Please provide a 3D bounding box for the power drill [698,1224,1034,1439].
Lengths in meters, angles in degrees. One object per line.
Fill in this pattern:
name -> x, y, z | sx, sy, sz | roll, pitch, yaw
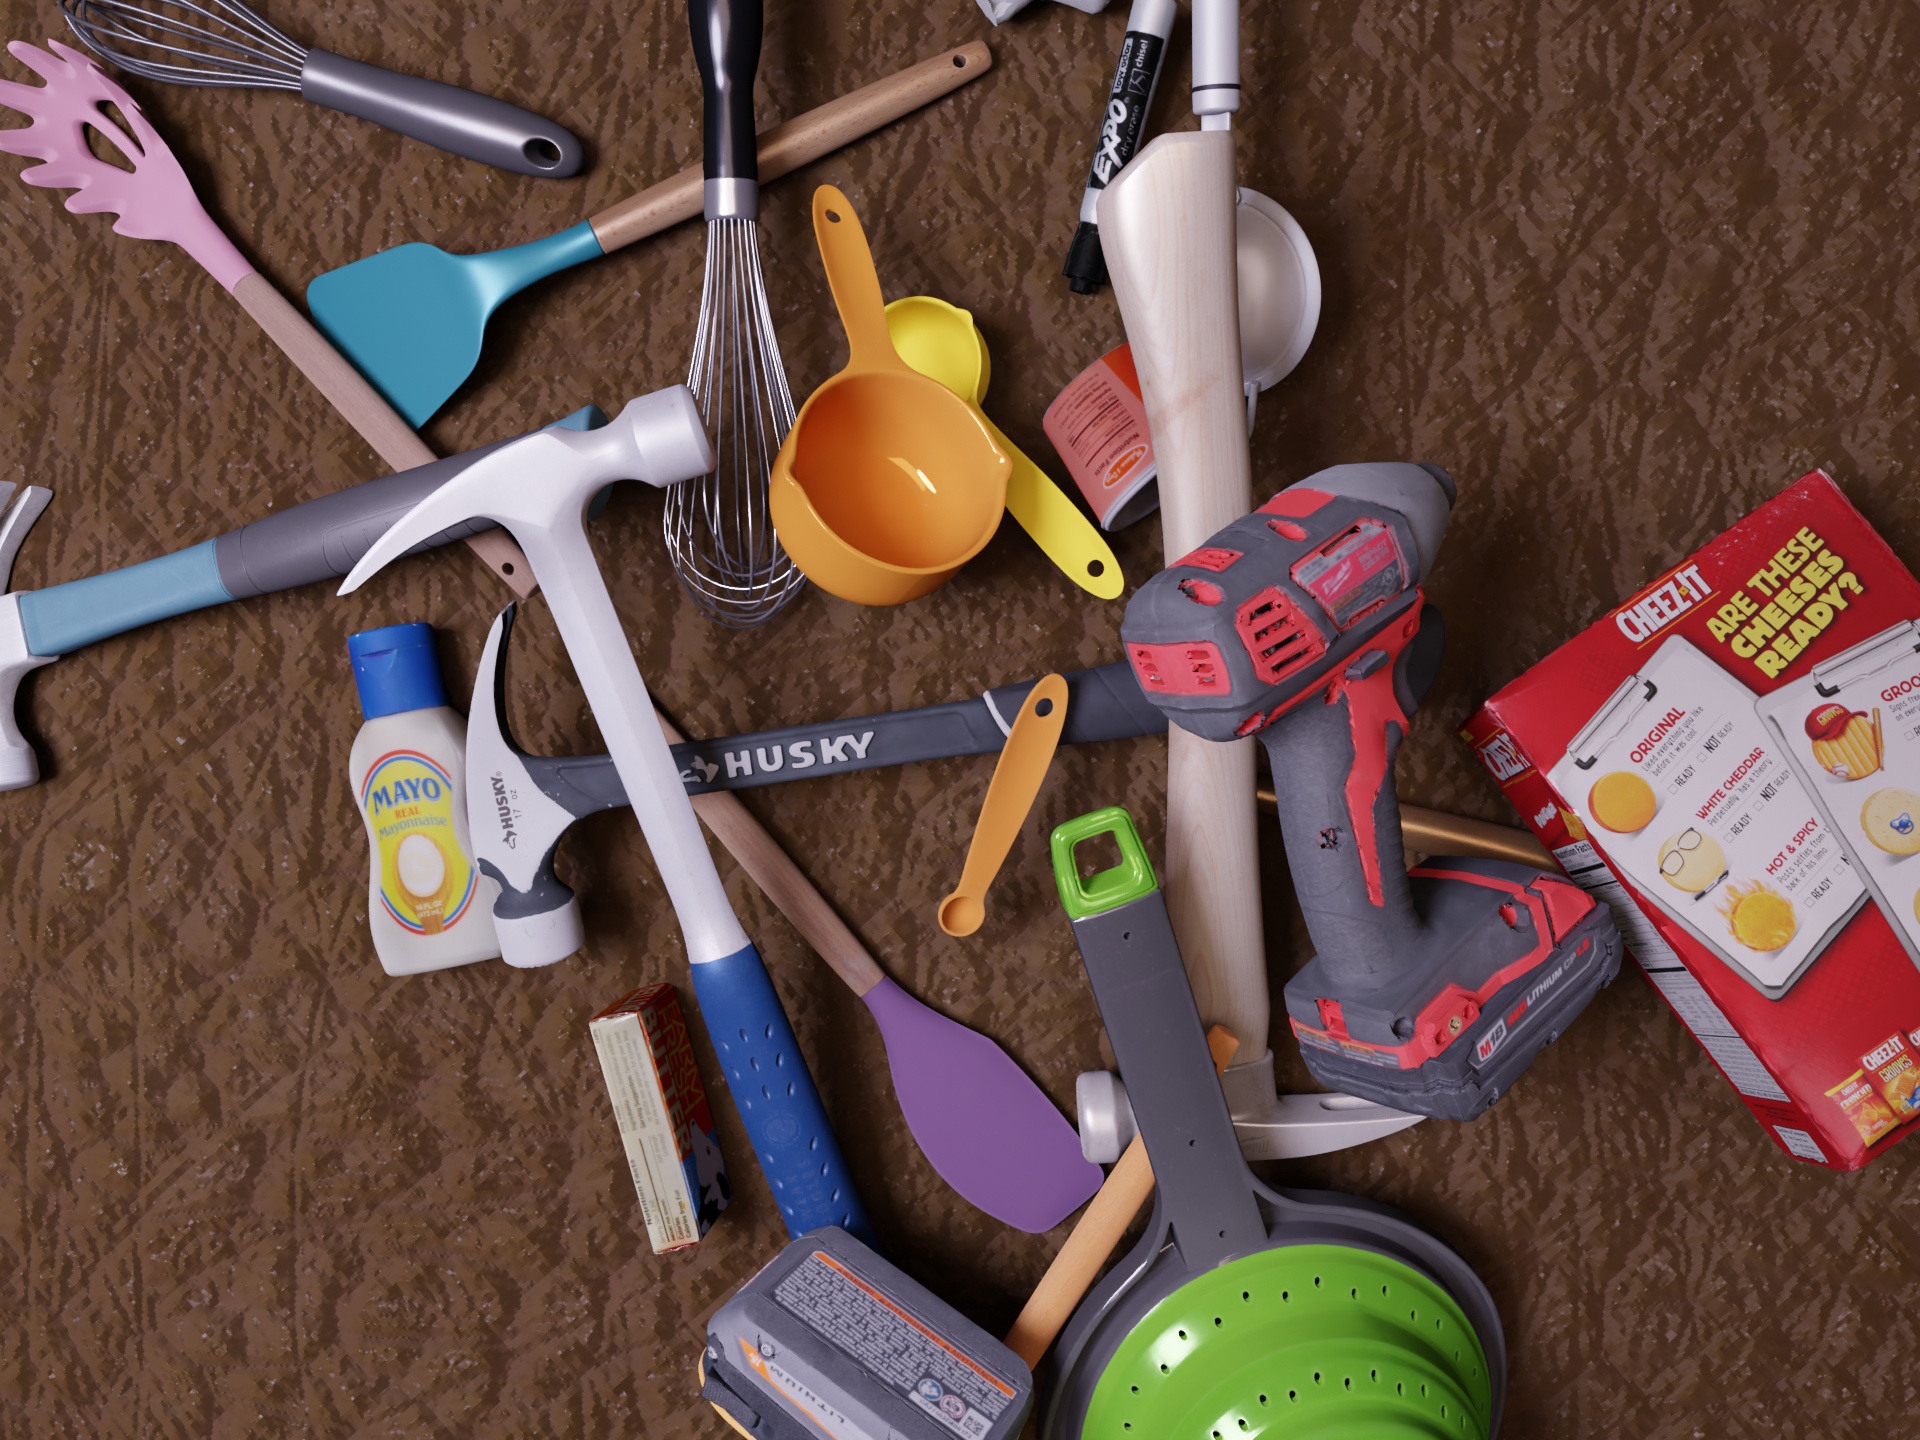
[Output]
power drill -> -0.086, 0.317, 0.649 | 0.185, 0.084, 0.226 | 30, 114, 18

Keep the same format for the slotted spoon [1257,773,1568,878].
slotted spoon -> 0.259, 0.059, 0.671 | 0.314, 0.031, 0.070 | 12, 87, 5

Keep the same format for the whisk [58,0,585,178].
whisk -> -0.275, -0.280, 0.682 | 0.239, 0.055, 0.055 | 18, 93, -2

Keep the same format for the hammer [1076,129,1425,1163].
hammer -> 0.107, -0.013, 0.621 | 0.146, 0.038, 0.410 | -5, 108, 1

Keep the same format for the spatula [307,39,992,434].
spatula -> -0.132, -0.219, 0.687 | 0.317, 0.044, 0.082 | -25, 92, -1

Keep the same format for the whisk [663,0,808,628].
whisk -> -0.094, -0.179, 0.652 | 0.070, 0.070, 0.284 | 0, 99, 3

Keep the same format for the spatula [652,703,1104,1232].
spatula -> -0.057, 0.098, 0.696 | 0.060, 0.018, 0.316 | -40, 90, 8

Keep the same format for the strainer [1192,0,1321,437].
strainer -> 0.100, -0.238, 0.633 | 0.087, 0.050, 0.258 | 7, 107, 34

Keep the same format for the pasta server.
pasta server -> -0.294, -0.168, 0.685 | 0.316, 0.040, 0.060 | 46, 109, 2

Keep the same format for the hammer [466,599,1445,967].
hammer -> -0.001, -0.002, 0.658 | 0.409, 0.036, 0.149 | -9, 106, -3

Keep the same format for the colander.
colander -> 0.112, 0.224, 0.604 | 0.204, 0.094, 0.397 | -20, 105, -3

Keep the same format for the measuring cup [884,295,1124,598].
measuring cup -> 0.017, -0.111, 0.669 | 0.062, 0.029, 0.156 | -42, 84, 15

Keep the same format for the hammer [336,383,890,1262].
hammer -> -0.105, 0.084, 0.634 | 0.144, 0.035, 0.405 | -19, 107, -1

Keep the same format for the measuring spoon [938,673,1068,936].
measuring spoon -> 0.017, 0.034, 0.647 | 0.021, 0.011, 0.117 | 18, 101, -20

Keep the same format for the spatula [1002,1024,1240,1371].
spatula -> 0.026, 0.260, 0.671 | 0.081, 0.041, 0.322 | 32, 99, 3

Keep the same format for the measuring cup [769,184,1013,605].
measuring cup -> -0.042, -0.128, 0.638 | 0.095, 0.052, 0.174 | -7, 72, -25

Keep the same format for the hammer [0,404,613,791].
hammer -> -0.297, -0.067, 0.673 | 0.331, 0.033, 0.128 | -14, 88, 13

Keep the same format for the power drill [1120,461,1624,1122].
power drill -> 0.153, 0.018, 0.572 | 0.143, 0.078, 0.219 | -34, 110, -28
